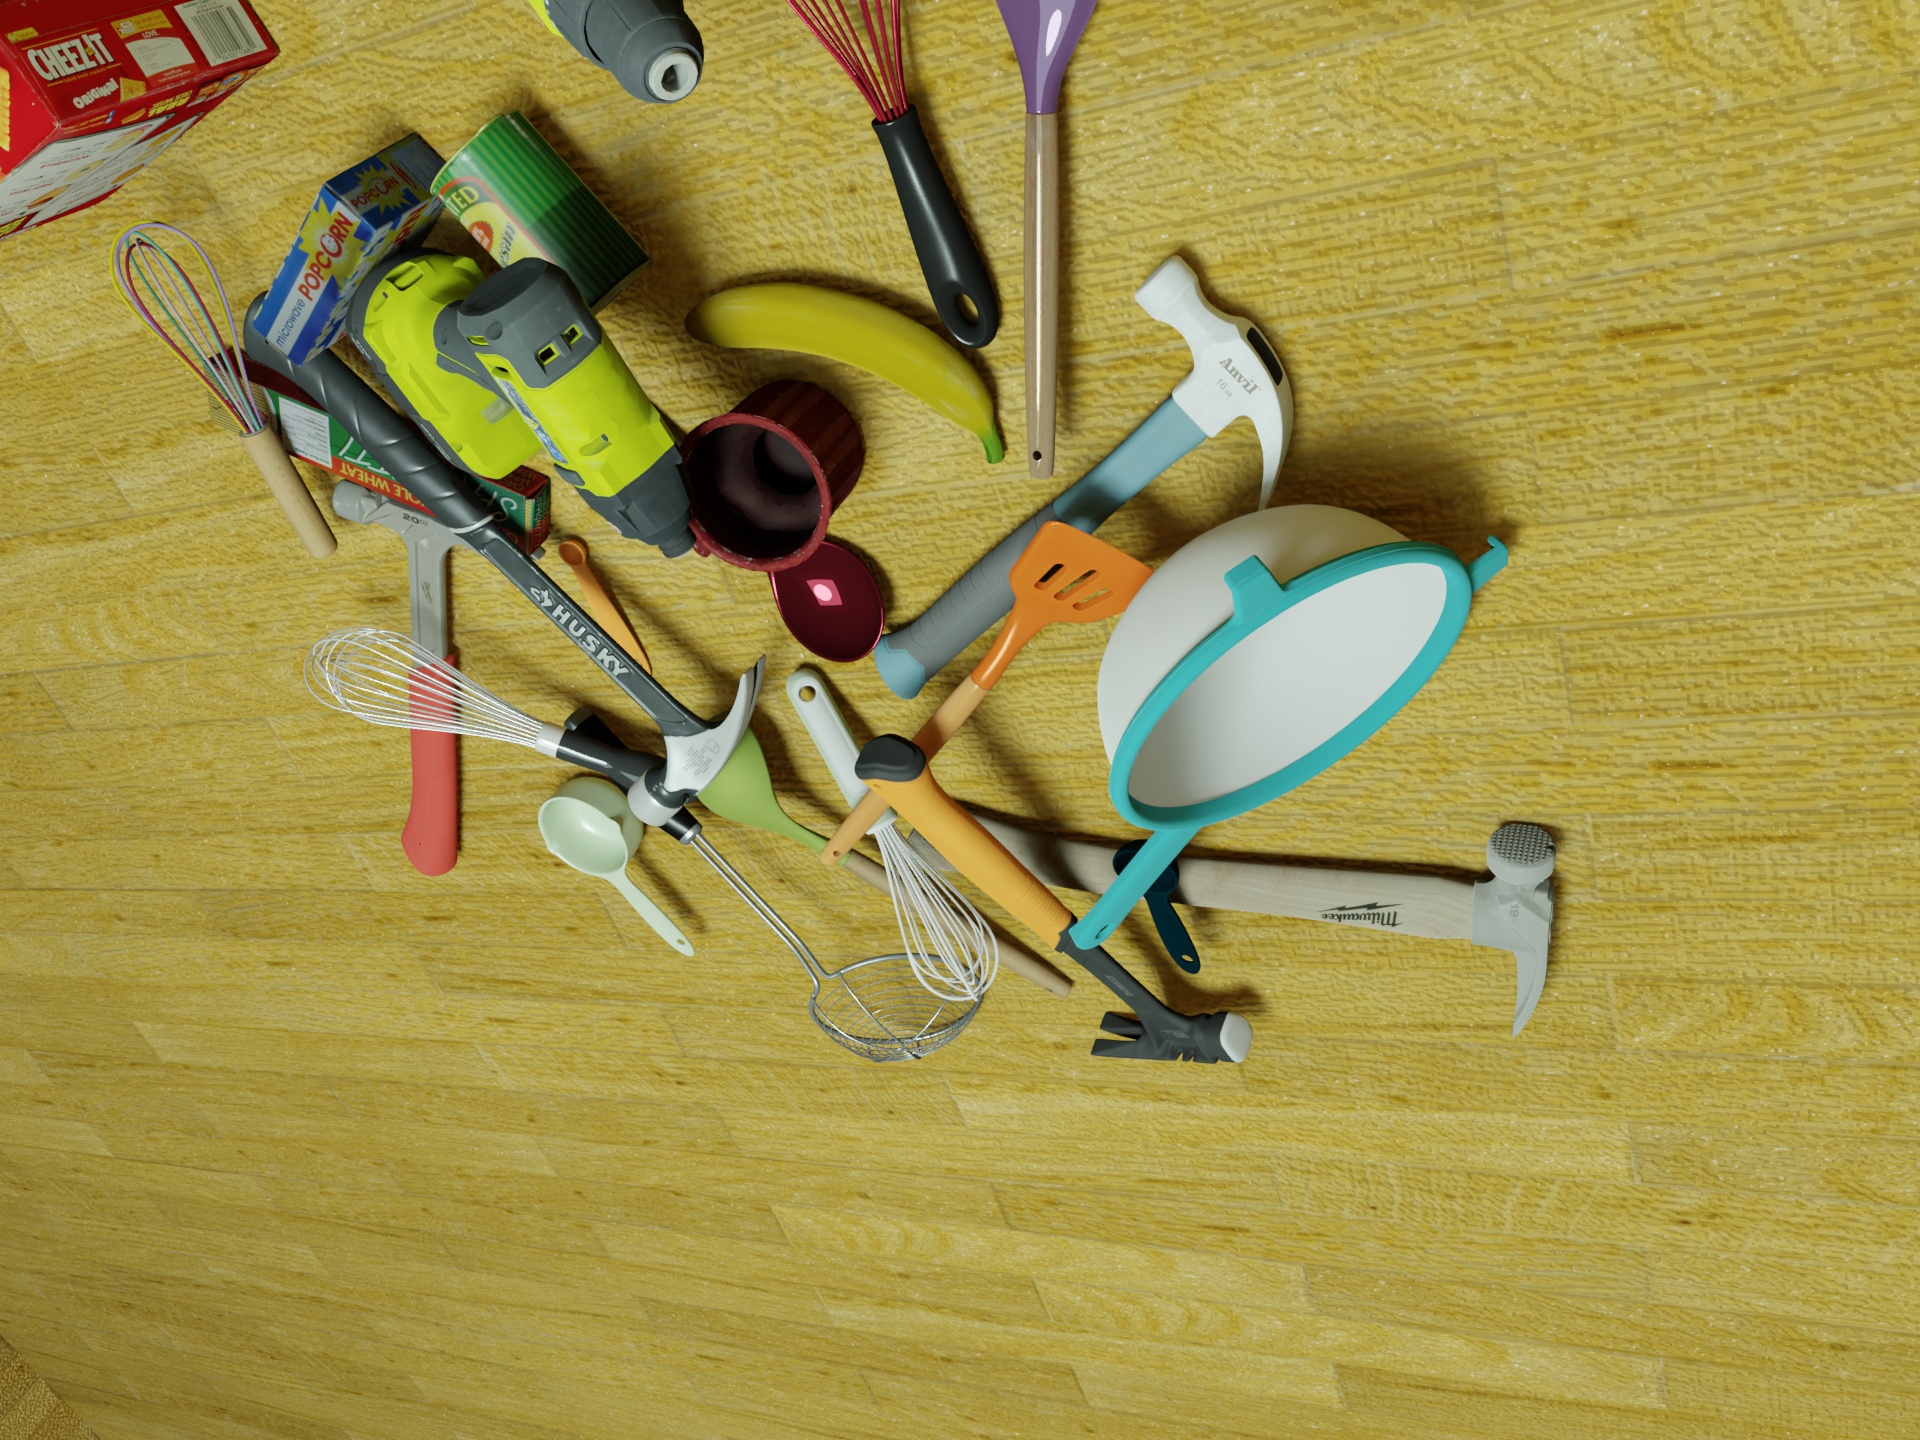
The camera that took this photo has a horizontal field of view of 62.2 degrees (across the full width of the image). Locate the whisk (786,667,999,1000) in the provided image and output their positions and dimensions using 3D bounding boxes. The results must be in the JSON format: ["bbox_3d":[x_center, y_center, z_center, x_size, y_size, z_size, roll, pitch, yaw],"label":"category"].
[{"bbox_3d":[-0.048,0.075,1.040,0.058,0.059,0.246,-29,90,-1],"label":"whisk"}]

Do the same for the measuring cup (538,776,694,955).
[{"bbox_3d":[-0.249,0.110,1.211,0.083,0.038,0.167,-20,117,36],"label":"measuring cup"}]

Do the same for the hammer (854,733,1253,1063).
[{"bbox_3d":[0.047,0.121,1.010,0.127,0.034,0.336,-10,135,46],"label":"hammer"}]

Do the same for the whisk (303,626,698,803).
[{"bbox_3d":[-0.314,0.001,1.104,0.284,0.070,0.070,20,133,-4],"label":"whisk"}]

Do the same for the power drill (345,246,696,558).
[{"bbox_3d":[-0.237,-0.176,0.874,0.223,0.080,0.171,27,155,46],"label":"power drill"}]

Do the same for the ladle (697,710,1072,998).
[{"bbox_3d":[-0.052,0.099,1.109,0.320,0.062,0.078,32,149,-10],"label":"ladle"}]

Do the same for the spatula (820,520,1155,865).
[{"bbox_3d":[-0.001,-0.003,0.936,0.081,0.041,0.322,26,128,-19],"label":"spatula"}]

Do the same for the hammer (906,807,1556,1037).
[{"bbox_3d":[0.158,0.110,1.012,0.411,0.038,0.146,6,129,23],"label":"hammer"}]

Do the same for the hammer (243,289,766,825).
[{"bbox_3d":[-0.294,-0.114,1.010,0.409,0.036,0.149,45,122,-6],"label":"hammer"}]

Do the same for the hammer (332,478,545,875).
[{"bbox_3d":[-0.384,-0.011,1.181,0.149,0.037,0.358,22,132,9],"label":"hammer"}]

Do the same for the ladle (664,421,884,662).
[{"bbox_3d":[-0.166,-0.154,0.966,0.315,0.031,0.069,43,114,-7],"label":"ladle"}]

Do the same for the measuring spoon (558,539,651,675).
[{"bbox_3d":[-0.238,-0.075,1.079,0.021,0.011,0.116,-6,126,28],"label":"measuring spoon"}]

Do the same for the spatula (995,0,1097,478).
[{"bbox_3d":[0.041,-0.266,0.765,0.060,0.018,0.315,11,122,19],"label":"spatula"}]

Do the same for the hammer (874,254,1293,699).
[{"bbox_3d":[0.053,-0.107,0.894,0.128,0.033,0.331,43,132,-9],"label":"hammer"}]

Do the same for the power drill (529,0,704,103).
[{"bbox_3d":[-0.141,-0.401,0.679,0.191,0.080,0.228,55,137,27],"label":"power drill"}]

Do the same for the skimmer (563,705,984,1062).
[{"bbox_3d":[-0.139,0.114,1.164,0.363,0.090,0.127,46,127,1],"label":"skimmer"}]

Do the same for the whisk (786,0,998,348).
[{"bbox_3d":[-0.039,-0.310,0.765,0.073,0.073,0.295,-3,130,28],"label":"whisk"}]

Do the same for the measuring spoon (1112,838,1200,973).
[{"bbox_3d":[0.131,0.115,0.998,0.042,0.021,0.128,3,139,32],"label":"measuring spoon"}]

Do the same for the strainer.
[{"bbox_3d":[0.125,-0.002,0.865,0.095,0.211,0.340,60,139,28],"label":"strainer"}]

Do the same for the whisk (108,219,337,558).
[{"bbox_3d":[-0.468,-0.204,1.020,0.051,0.047,0.244,5,134,23],"label":"whisk"}]
